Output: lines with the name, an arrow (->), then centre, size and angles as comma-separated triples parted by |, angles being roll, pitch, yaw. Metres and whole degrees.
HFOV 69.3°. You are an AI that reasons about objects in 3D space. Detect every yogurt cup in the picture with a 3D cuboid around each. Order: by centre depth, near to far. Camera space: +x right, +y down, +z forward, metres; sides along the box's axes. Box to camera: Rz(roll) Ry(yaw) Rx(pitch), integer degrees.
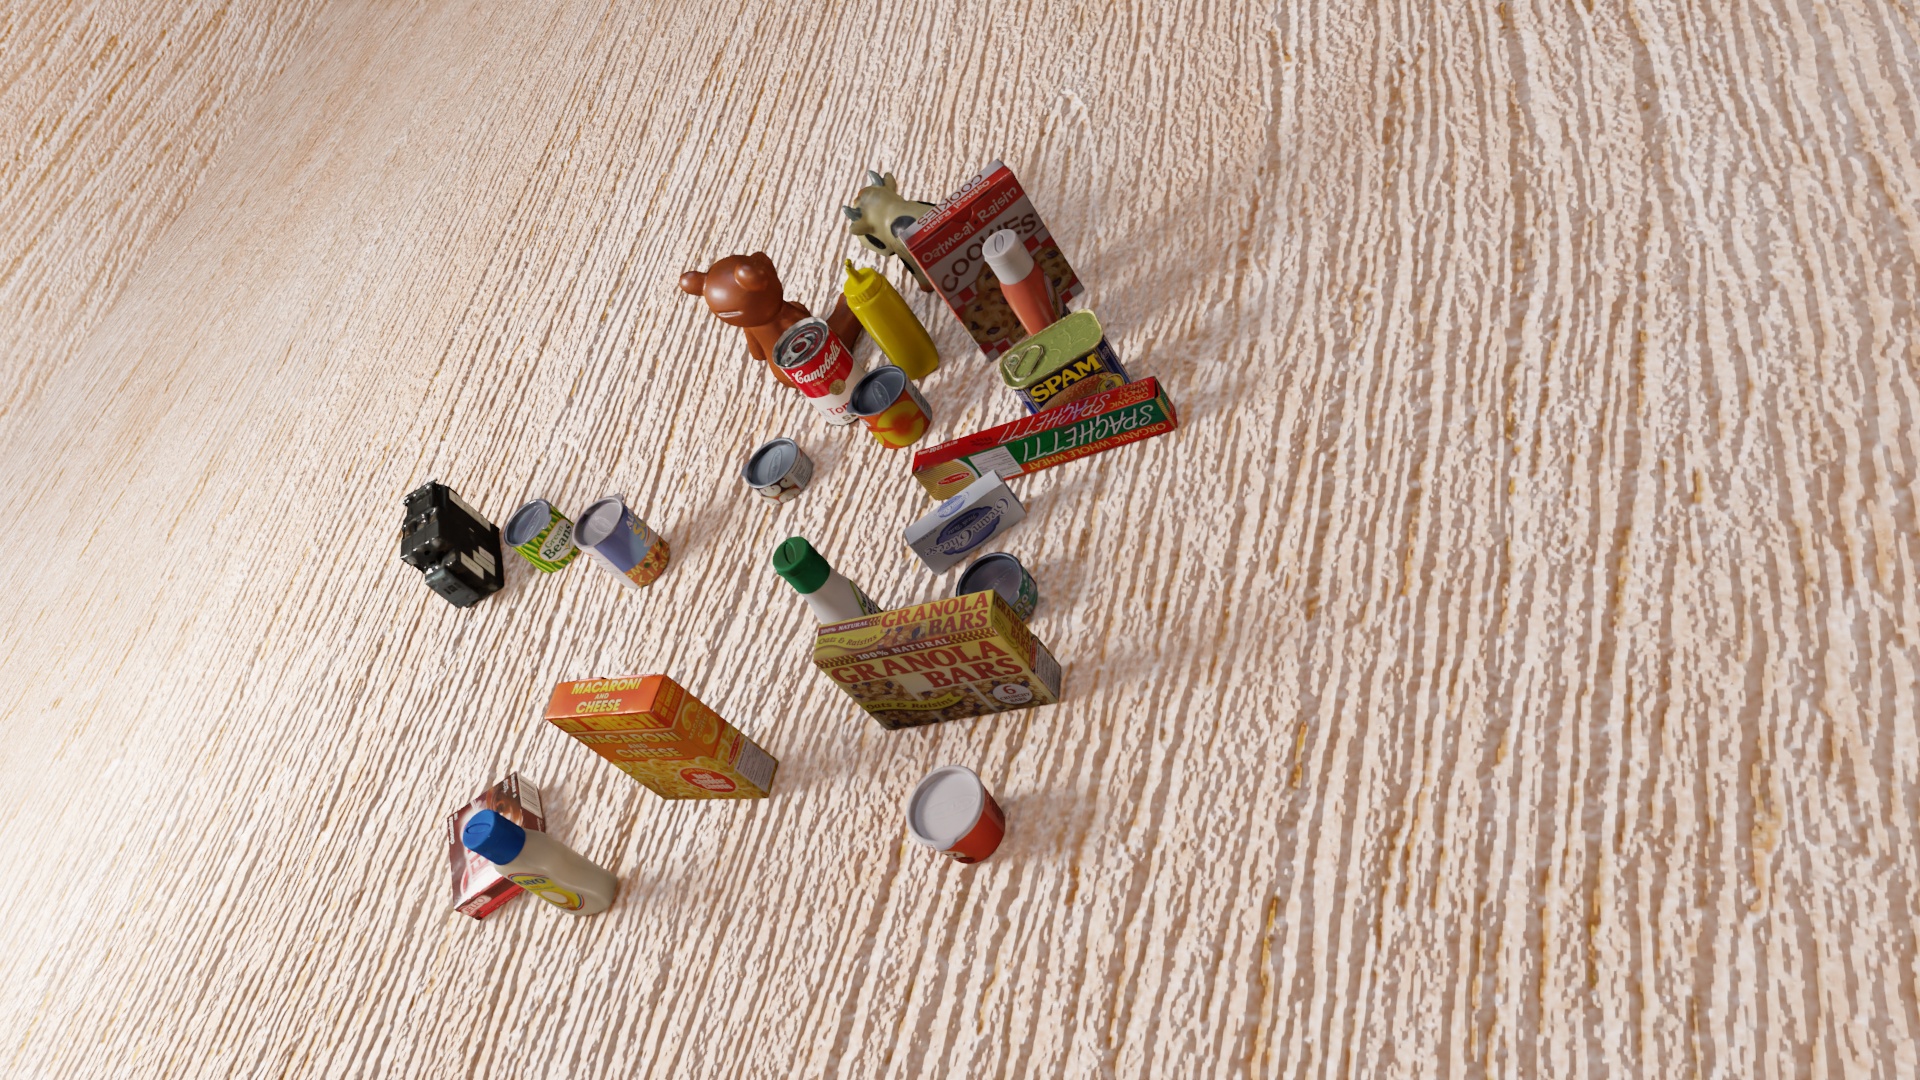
yogurt cup -> -0.001, 0.216, 1.079 | 0.072, 0.053, 0.073 | -18, 47, 21

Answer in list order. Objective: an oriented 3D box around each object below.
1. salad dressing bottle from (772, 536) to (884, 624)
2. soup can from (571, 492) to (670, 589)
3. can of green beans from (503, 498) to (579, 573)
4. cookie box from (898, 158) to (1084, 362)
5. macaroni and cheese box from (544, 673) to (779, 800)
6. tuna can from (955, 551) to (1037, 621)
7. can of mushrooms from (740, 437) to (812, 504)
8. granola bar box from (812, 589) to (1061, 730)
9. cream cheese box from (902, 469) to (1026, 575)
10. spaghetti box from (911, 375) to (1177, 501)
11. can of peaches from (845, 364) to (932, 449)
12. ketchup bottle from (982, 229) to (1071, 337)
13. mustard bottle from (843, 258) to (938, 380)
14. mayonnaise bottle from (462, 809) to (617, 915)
salad dressing bottle -> -0.110, 0.051, 1.219 | 0.044, 0.147, 0.064 | -32, 44, 9
soup can -> -0.357, 0.001, 1.474 | 0.071, 0.083, 0.072 | -18, 47, 21
can of green beans -> -0.473, -0.005, 1.576 | 0.071, 0.057, 0.071 | -18, 47, 21
cookie box -> 0.033, -0.274, 1.373 | 0.123, 0.167, 0.040 | -38, 43, 2
macaroni and cheese box -> -0.257, 0.173, 1.206 | 0.123, 0.166, 0.040 | -7, 52, 30
tuna can -> 0.033, 0.047, 1.209 | 0.071, 0.032, 0.071 | -18, 47, 21
can of mushrooms -> -0.193, -0.073, 1.459 | 0.071, 0.033, 0.071 | -18, 47, 21
granola bar box -> -0.018, 0.100, 1.134 | 0.165, 0.124, 0.039 | -13, 50, 26
cream cheese box -> 0.005, -0.016, 1.265 | 0.104, 0.053, 0.024 | -34, 44, 6
spaghetti box -> 0.076, -0.092, 1.281 | 0.249, 0.050, 0.029 | -16, 48, 23
can of peaches -> -0.072, -0.133, 1.409 | 0.071, 0.058, 0.071 | -18, 47, 21
ketchup bottle -> 0.069, -0.233, 1.328 | 0.043, 0.148, 0.065 | -19, 47, 21
mustard bottle -> -0.079, -0.233, 1.420 | 0.049, 0.159, 0.065 | -32, 44, 9
mayonnaise bottle -> -0.367, 0.280, 1.206 | 0.064, 0.147, 0.041 | -13, 50, 26
